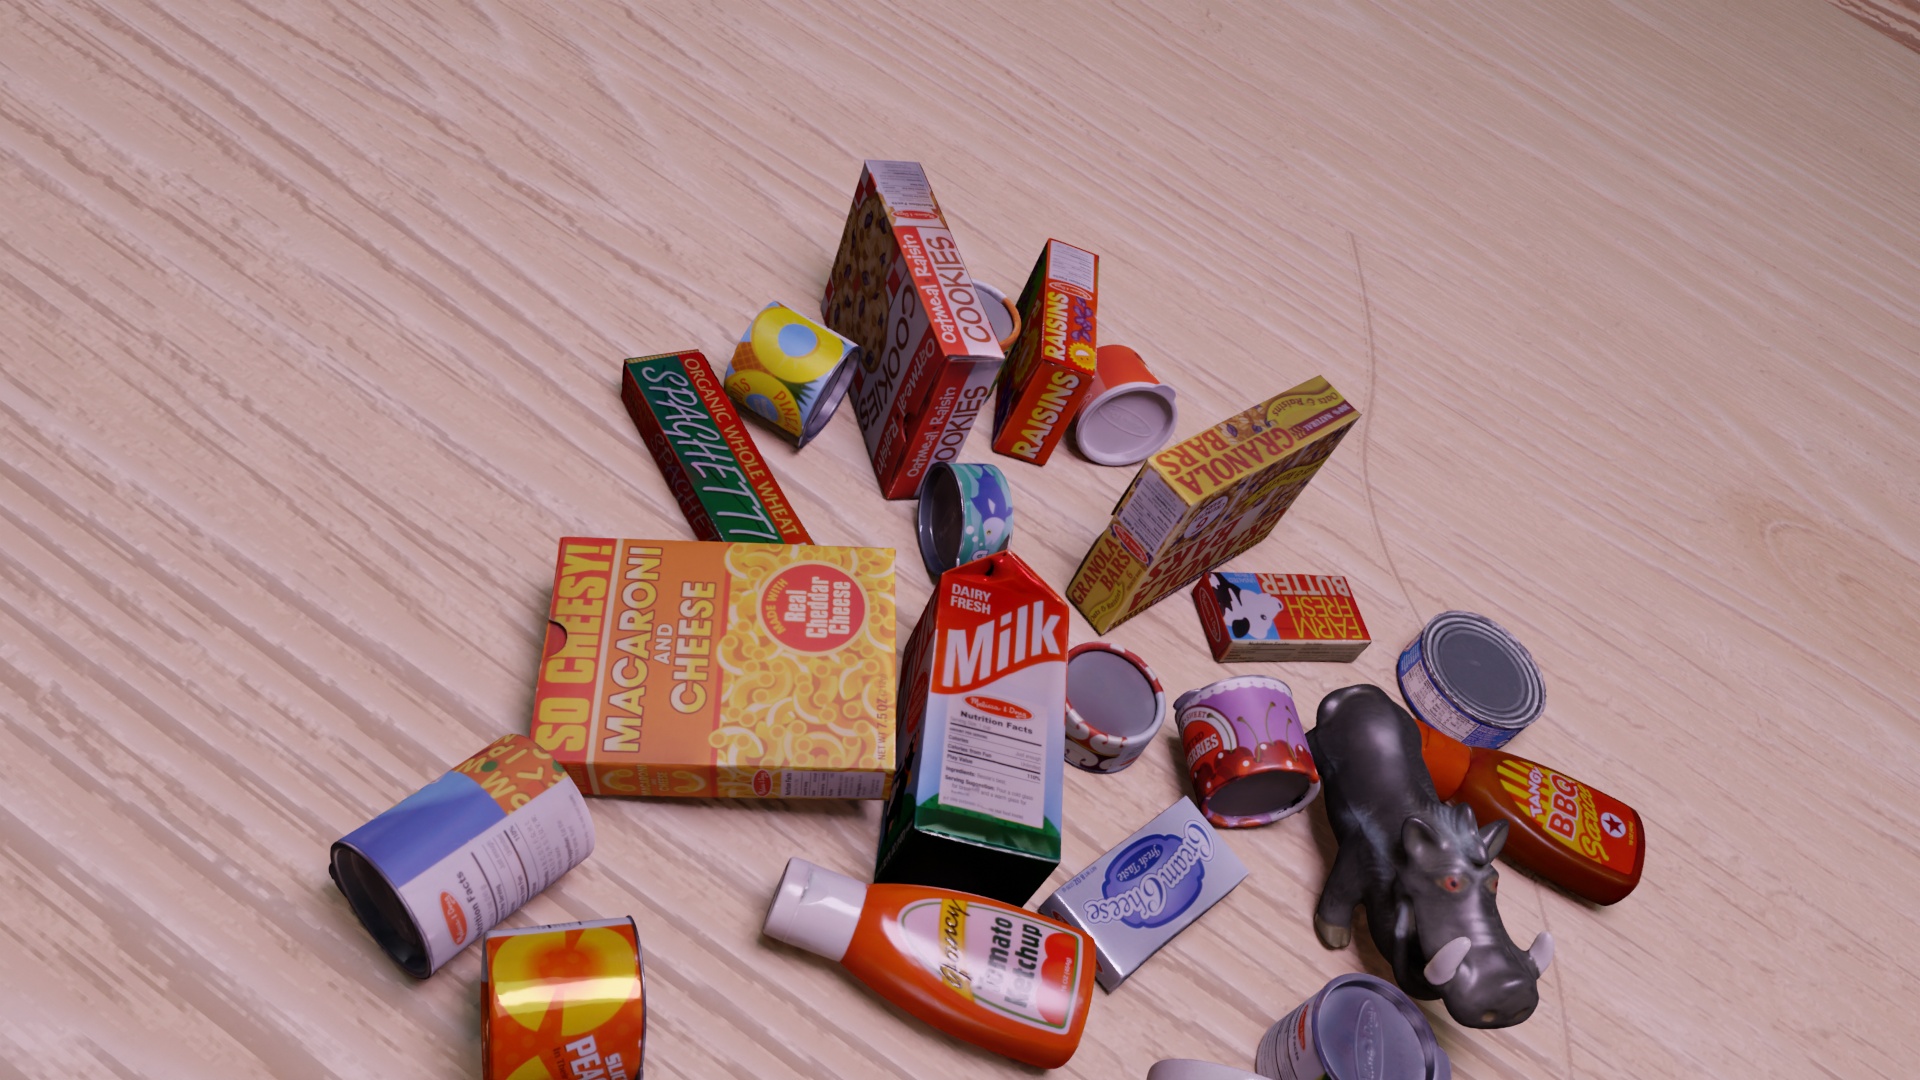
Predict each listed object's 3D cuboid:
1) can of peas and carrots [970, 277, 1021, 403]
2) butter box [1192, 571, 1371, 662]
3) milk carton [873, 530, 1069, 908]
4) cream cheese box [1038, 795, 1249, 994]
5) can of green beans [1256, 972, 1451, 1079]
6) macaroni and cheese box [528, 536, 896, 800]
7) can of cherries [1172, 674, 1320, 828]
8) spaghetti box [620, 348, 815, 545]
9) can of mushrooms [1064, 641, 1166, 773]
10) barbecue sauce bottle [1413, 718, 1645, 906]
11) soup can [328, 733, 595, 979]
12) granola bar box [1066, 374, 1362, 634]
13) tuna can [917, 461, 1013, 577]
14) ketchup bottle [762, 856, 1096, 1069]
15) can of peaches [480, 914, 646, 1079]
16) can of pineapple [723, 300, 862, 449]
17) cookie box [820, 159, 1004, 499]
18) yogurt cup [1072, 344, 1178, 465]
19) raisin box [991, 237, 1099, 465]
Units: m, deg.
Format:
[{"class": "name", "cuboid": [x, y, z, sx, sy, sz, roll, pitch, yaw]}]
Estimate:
[{"class": "can of peas and carrots", "cuboid": [0.000, -0.125, 0.892, 0.071, 0.058, 0.071, 12, 48, -13]}, {"class": "butter box", "cuboid": [0.198, 0.047, 0.855, 0.104, 0.024, 0.053, 2, 52, -22]}, {"class": "milk carton", "cuboid": [0.009, 0.086, 0.708, 0.073, 0.072, 0.191, 15, 49, -11]}, {"class": "cream cheese box", "cuboid": [0.094, 0.177, 0.701, 0.104, 0.024, 0.053, -26, 67, -37]}, {"class": "can of green beans", "cuboid": [0.182, 0.247, 0.655, 0.071, 0.057, 0.071, 12, 48, -14]}, {"class": "macaroni and cheese box", "cuboid": [-0.115, 0.060, 0.670, 0.167, 0.040, 0.124, 2, 56, -7]}, {"class": "can of cherries", "cuboid": [0.152, 0.114, 0.749, 0.071, 0.071, 0.059, 6, 50, -19]}, {"class": "spaghetti box", "cuboid": [-0.116, -0.007, 0.762, 0.050, 0.028, 0.251, -15, 59, -33]}, {"class": "can of mushrooms", "cuboid": [0.075, 0.089, 0.760, 0.071, 0.033, 0.071, 12, 49, -14]}, {"class": "barbecue sauce bottle", "cuboid": [0.318, 0.152, 0.805, 0.148, 0.043, 0.065, 27, 46, 0]}, {"class": "soup can", "cuboid": [-0.209, 0.129, 0.583, 0.071, 0.071, 0.084, 42, 48, 14]}, {"class": "granola bar box", "cuboid": [0.149, -0.023, 0.825, 0.166, 0.123, 0.039, -26, 65, -37]}, {"class": "tuna can", "cuboid": [0.003, -0.010, 0.791, 0.033, 0.070, 0.071, 0, 52, -24]}, {"class": "ketchup bottle", "cuboid": [-0.015, 0.187, 0.633, 0.149, 0.043, 0.065, 21, 47, -5]}, {"class": "can of peaches", "cuboid": [-0.159, 0.188, 0.553, 0.058, 0.071, 0.071, 1, 52, -22]}, {"class": "can of pineapple", "cuboid": [-0.100, -0.099, 0.823, 0.058, 0.070, 0.071, 30, 47, 3]}, {"class": "cookie box", "cuboid": [-0.035, -0.126, 0.834, 0.040, 0.122, 0.168, -3, 54, -25]}, {"class": "yogurt cup", "cuboid": [0.101, -0.090, 0.904, 0.072, 0.072, 0.054, 3, 43, -21]}, {"class": "raisin box", "cuboid": [0.055, -0.122, 0.895, 0.040, 0.085, 0.124, 17, 47, -12]}]
